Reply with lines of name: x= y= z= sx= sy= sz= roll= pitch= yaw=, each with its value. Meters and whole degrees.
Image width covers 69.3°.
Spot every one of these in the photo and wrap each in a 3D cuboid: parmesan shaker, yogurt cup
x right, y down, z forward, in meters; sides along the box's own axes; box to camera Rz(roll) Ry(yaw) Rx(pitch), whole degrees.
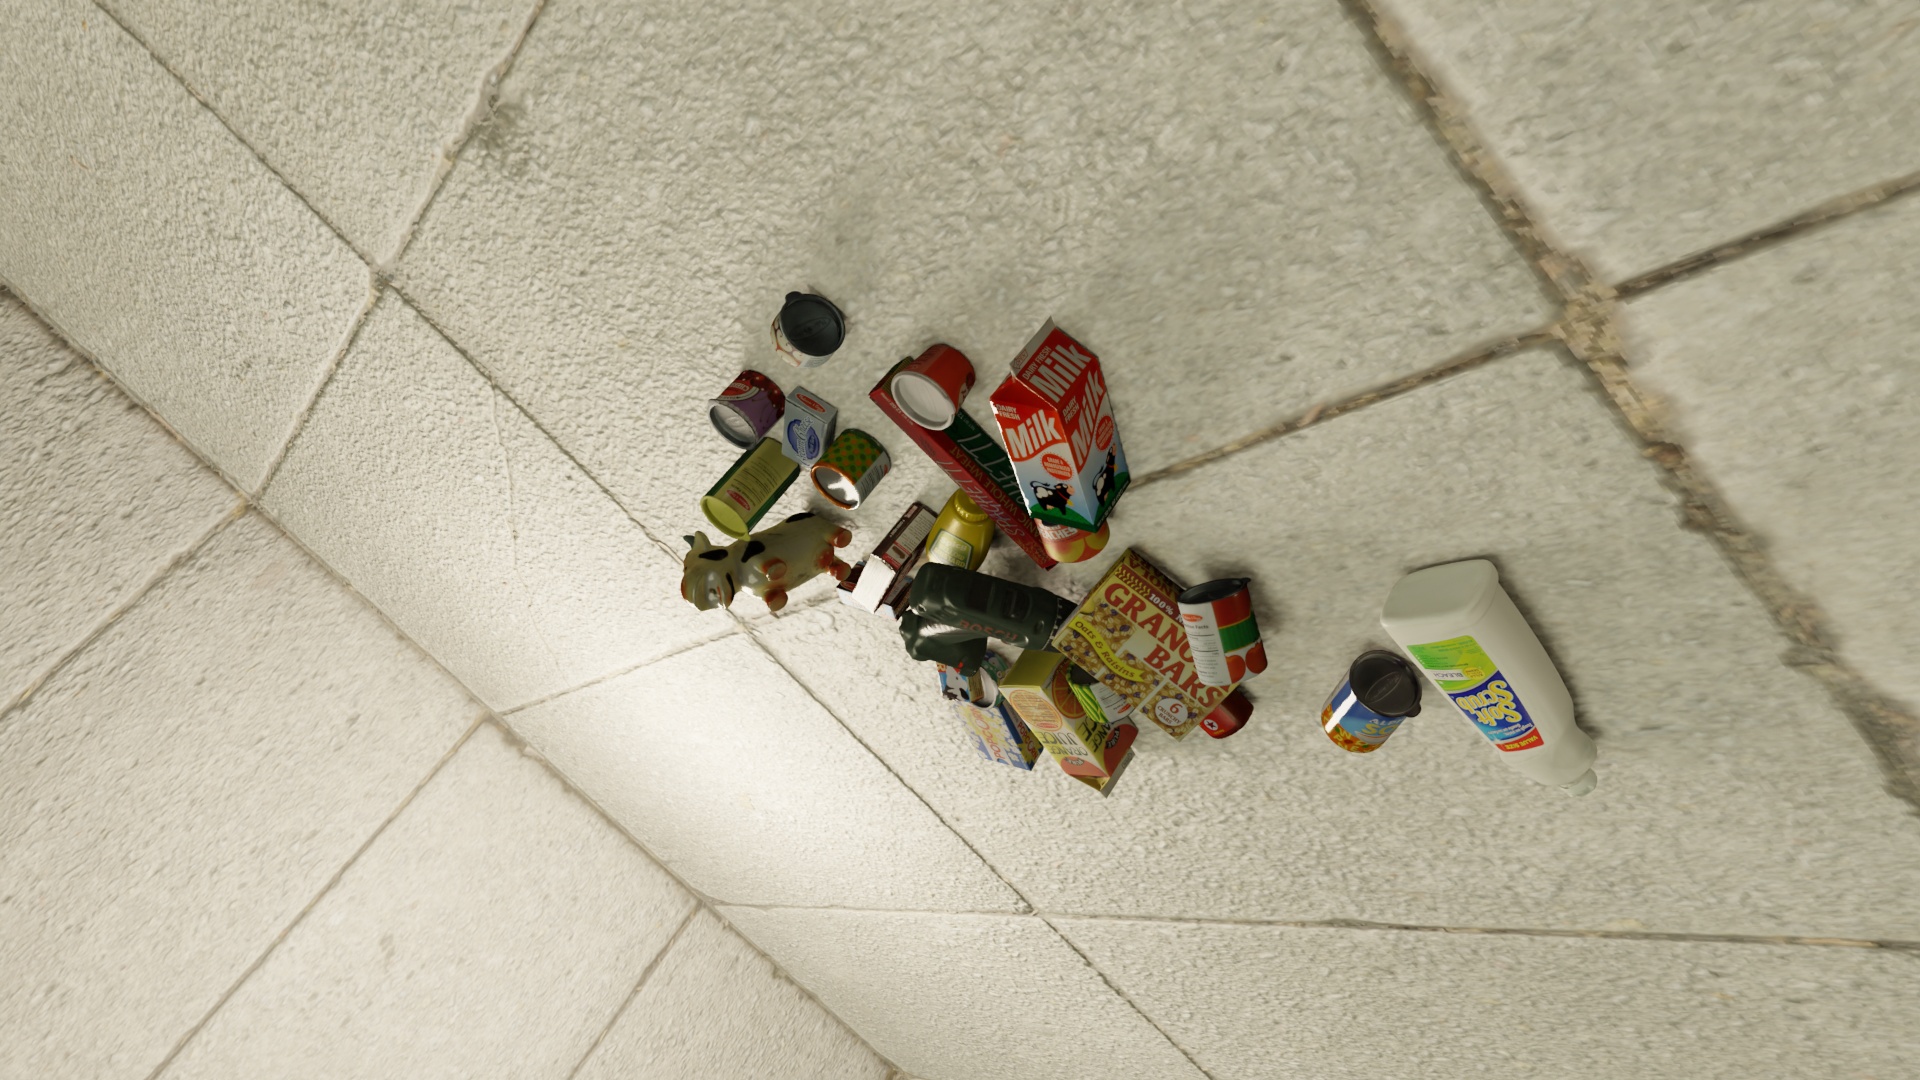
parmesan shaker: x=-0.235 y=-0.058 z=1.572 sx=0.071 sy=0.103 sz=0.071 roll=26 pitch=147 yaw=18
yogurt cup: x=-0.023 y=-0.145 z=1.289 sx=0.072 sy=0.054 sz=0.072 roll=26 pitch=147 yaw=18

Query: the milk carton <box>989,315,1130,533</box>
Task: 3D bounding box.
milk carton: x=0.085 y=-0.102 z=1.220 sx=0.073 sy=0.073 sz=0.189 roll=14 pitch=142 yaw=34

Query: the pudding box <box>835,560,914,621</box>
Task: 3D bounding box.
pudding box: x=-0.098 y=0.059 z=1.643 sx=0.084 sy=0.050 sz=0.030 roll=18 pitch=142 yaw=28

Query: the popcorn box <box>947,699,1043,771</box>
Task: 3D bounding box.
popcorn box: x=0.043 y=0.228 z=1.737 sx=0.085 sy=0.038 sz=0.126 roll=8 pitch=138 yaw=37

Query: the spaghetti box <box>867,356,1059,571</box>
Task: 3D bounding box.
spaghetti box: x=0.017 y=-0.073 z=1.350 sx=0.250 sy=0.050 sz=0.028 roll=44 pitch=149 yaw=-12

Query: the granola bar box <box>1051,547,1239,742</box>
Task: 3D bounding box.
granola bar box: x=0.192 y=0.105 z=1.371 sx=0.165 sy=0.039 sz=0.123 roll=37 pitch=120 yaw=-1

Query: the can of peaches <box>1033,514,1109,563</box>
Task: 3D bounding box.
can of peaches: x=0.103 y=-0.019 z=1.314 sx=0.071 sy=0.071 sz=0.057 roll=14 pitch=143 yaw=33

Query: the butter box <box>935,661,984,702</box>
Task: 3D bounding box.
butter box: x=-0.005 y=0.136 z=1.629 sx=0.053 sy=0.024 sz=0.103 roll=-4 pitch=98 yaw=48

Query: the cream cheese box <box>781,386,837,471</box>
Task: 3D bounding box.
cream cheese box: x=-0.164 y=-0.116 z=1.498 sx=0.053 sy=0.024 sz=0.103 roll=32 pitch=149 yaw=10

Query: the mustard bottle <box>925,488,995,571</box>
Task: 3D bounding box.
mustard bottle: x=0.005 y=-0.018 z=1.435 sx=0.065 sy=0.049 sz=0.159 roll=28 pitch=148 yaw=6

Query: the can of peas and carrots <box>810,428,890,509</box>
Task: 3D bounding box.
can of peas and carrots: x=-0.119 y=-0.076 z=1.474 sx=0.071 sy=0.059 sz=0.070 roll=25 pitch=147 yaw=18

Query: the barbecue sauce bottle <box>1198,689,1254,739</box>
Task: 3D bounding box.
barbecue sauce bottle: x=0.228 y=0.141 z=1.428 sx=0.148 sy=0.044 sz=0.064 roll=41 pitch=148 yaw=-7

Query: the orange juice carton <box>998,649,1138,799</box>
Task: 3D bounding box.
orange juice carton: x=0.134 y=0.207 z=1.584 sx=0.073 sy=0.072 sz=0.192 roll=-7 pitch=128 yaw=49

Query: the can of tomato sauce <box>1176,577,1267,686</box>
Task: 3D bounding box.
can of tomato sauce: x=0.245 y=0.084 z=1.289 sx=0.071 sy=0.071 sz=0.083 roll=-5 pitch=106 yaw=48

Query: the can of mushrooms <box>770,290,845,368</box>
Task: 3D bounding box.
can of mushrooms: x=-0.148 y=-0.202 z=1.329 sx=0.071 sy=0.071 sz=0.033 roll=41 pitch=150 yaw=-7

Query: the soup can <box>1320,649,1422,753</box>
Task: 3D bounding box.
soup can: x=0.375 y=0.151 z=1.268 sx=0.071 sy=0.072 sz=0.083 roll=30 pitch=149 yaw=12

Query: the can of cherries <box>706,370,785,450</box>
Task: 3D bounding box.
can of cherries: x=-0.231 y=-0.143 z=1.498 sx=0.071 sy=0.059 sz=0.071 roll=27 pitch=148 yaw=18

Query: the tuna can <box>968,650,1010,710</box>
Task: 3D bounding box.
tuna can: x=0.031 y=0.166 z=1.652 sx=0.071 sy=0.033 sz=0.070 roll=24 pitch=127 yaw=37

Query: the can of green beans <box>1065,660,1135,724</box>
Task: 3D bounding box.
can of green beans: x=0.154 y=0.154 z=1.499 sx=0.071 sy=0.071 sz=0.057 roll=4 pitch=135 yaw=42
